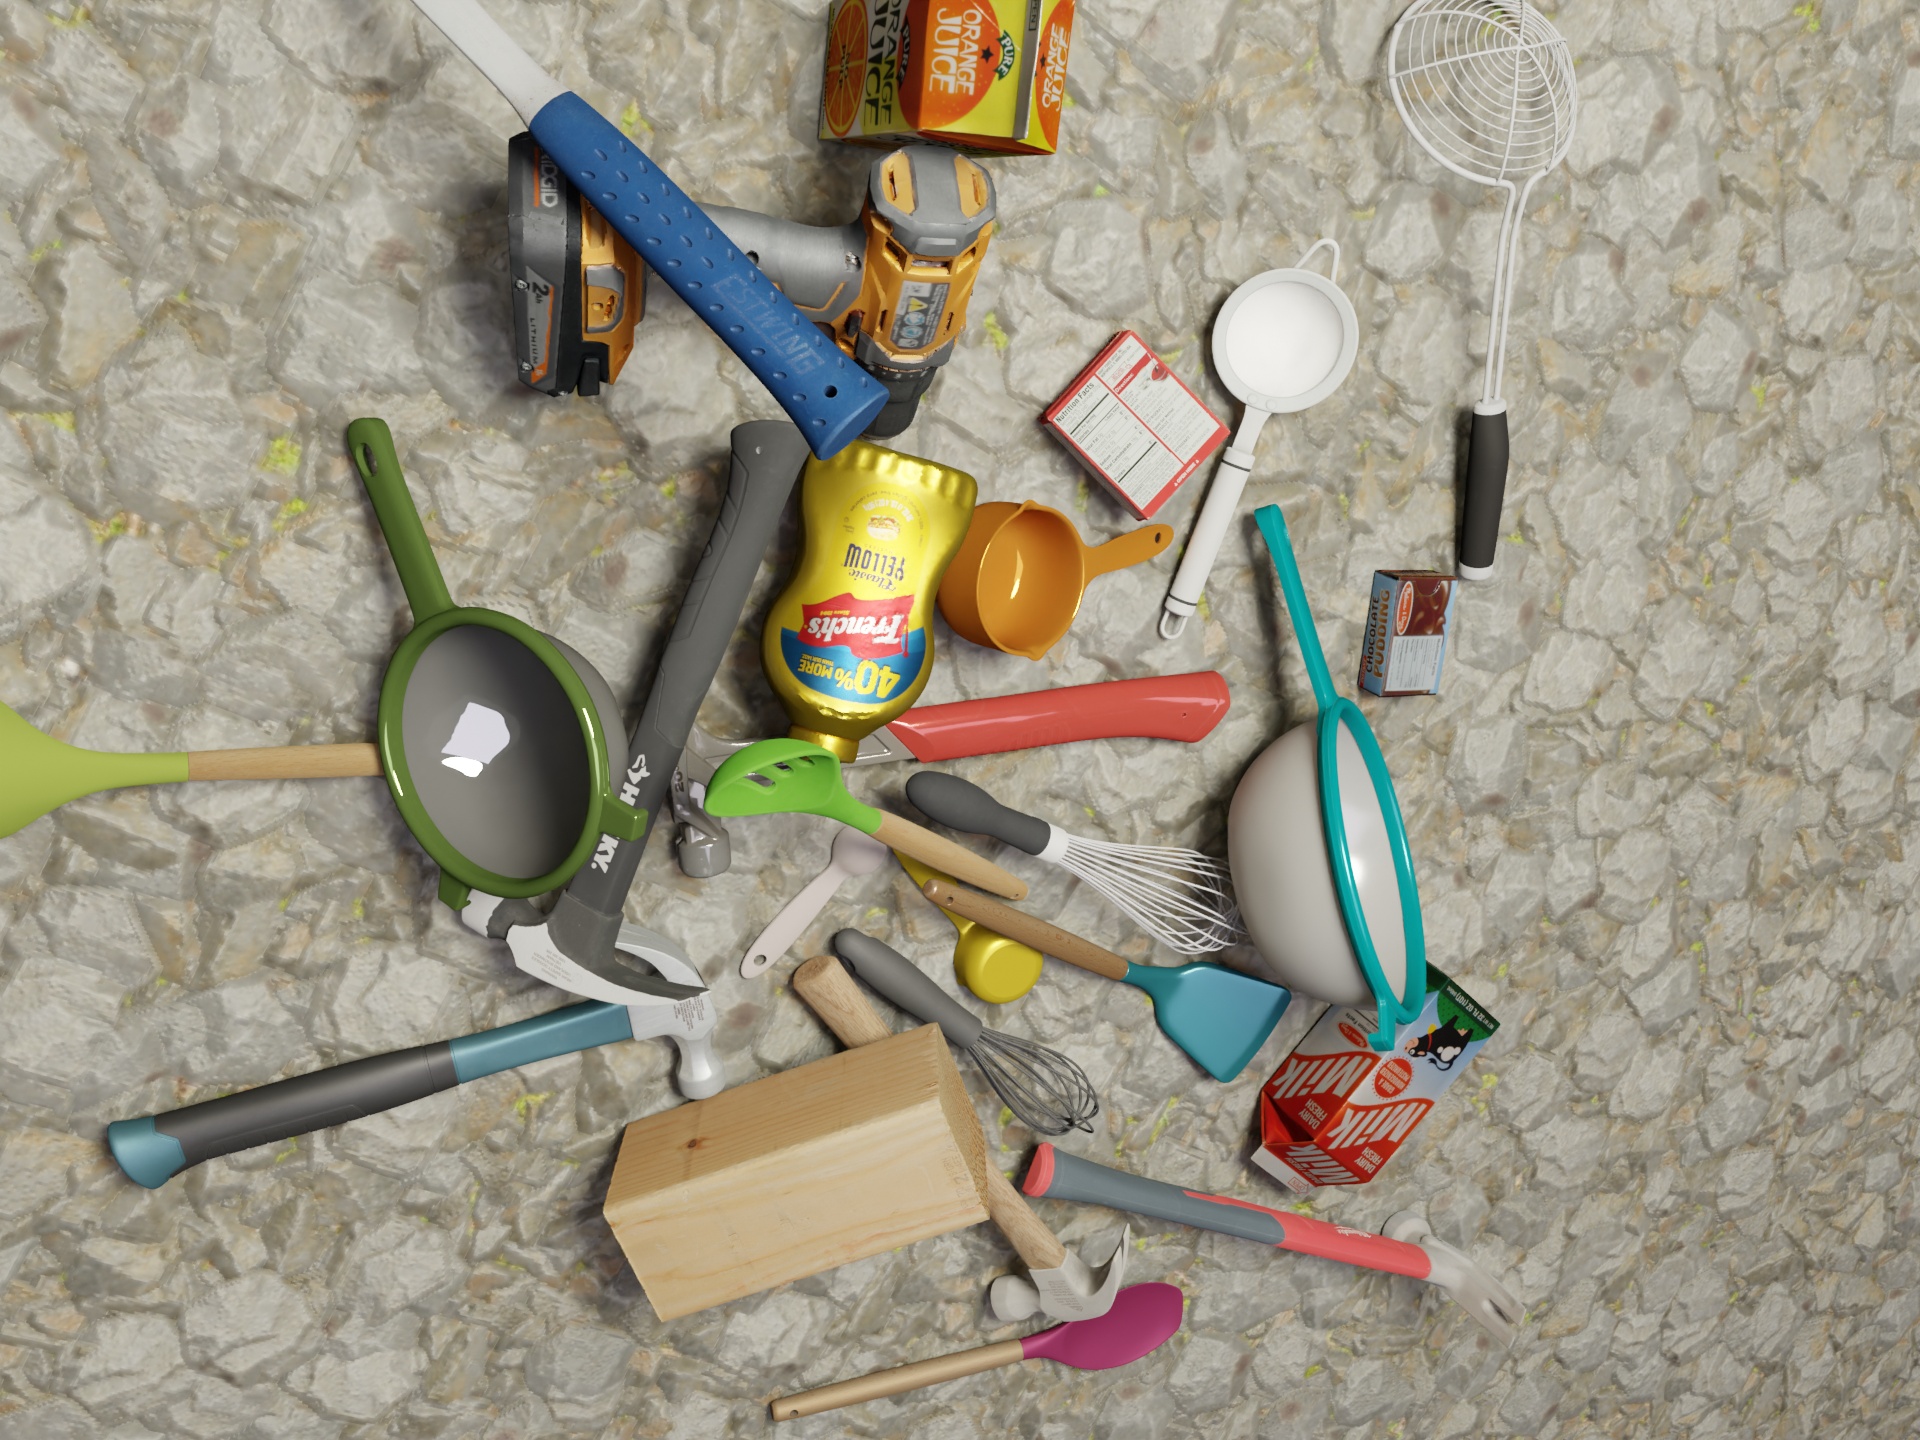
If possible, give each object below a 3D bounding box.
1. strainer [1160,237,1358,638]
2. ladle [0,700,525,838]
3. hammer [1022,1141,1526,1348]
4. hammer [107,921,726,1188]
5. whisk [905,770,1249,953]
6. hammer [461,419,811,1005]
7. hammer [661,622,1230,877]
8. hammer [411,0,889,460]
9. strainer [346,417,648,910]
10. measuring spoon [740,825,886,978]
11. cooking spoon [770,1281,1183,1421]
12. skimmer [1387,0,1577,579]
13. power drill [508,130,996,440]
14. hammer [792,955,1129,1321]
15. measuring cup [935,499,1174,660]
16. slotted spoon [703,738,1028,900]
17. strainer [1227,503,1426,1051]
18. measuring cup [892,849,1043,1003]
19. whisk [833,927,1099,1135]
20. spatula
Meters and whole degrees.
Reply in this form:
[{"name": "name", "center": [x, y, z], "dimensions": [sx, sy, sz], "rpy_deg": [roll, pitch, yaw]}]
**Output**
[{"name": "strainer", "center": [0.172, -0.169, 0.979], "dimensions": [0.087, 0.050, 0.258], "rpy_deg": [19, 107, -4]}, {"name": "ladle", "center": [-0.373, 0.019, 0.825], "dimensions": [0.320, 0.062, 0.078], "rpy_deg": [-2, 106, -29]}, {"name": "hammer", "center": [0.222, 0.368, 1.138], "dimensions": [0.386, 0.143, 0.038], "rpy_deg": [19, 95, -22]}, {"name": "hammer", "center": [-0.304, 0.202, 0.914], "dimensions": [0.331, 0.033, 0.128], "rpy_deg": [-13, 113, -18]}, {"name": "whisk", "center": [0.078, 0.087, 1.000], "dimensions": [0.284, 0.070, 0.070], "rpy_deg": [25, 97, -32]}, {"name": "hammer", "center": [-0.151, -0.004, 0.853], "dimensions": [0.334, 0.146, 0.035], "rpy_deg": [-66, 162, 9]}, {"name": "hammer", "center": [-0.002, -0.003, 0.966], "dimensions": [0.359, 0.037, 0.149], "rpy_deg": [-8, 111, -19]}, {"name": "hammer", "center": [-0.181, -0.276, 0.690], "dimensions": [0.144, 0.035, 0.405], "rpy_deg": [-44, 88, -14]}, {"name": "strainer", "center": [-0.243, -0.037, 0.822], "dimensions": [0.069, 0.151, 0.256], "rpy_deg": [-21, 89, -59]}, {"name": "measuring spoon", "center": [-0.091, 0.115, 0.979], "dimensions": [0.124, 0.018, 0.034], "rpy_deg": [-48, 118, 0]}, {"name": "cooking spoon", "center": [0.019, 0.458, 1.143], "dimensions": [0.318, 0.017, 0.068], "rpy_deg": [-6, 109, -21]}, {"name": "skimmer", "center": [0.324, -0.267, 1.013], "dimensions": [0.127, 0.090, 0.363], "rpy_deg": [-18, 124, -19]}, {"name": "power drill", "center": [-0.107, -0.209, 0.802], "dimensions": [0.226, 0.185, 0.084], "rpy_deg": [-1, 64, -13]}, {"name": "hammer", "center": [-0.001, 0.279, 1.040], "dimensions": [0.130, 0.031, 0.331], "rpy_deg": [-20, 115, 35]}, {"name": "measuring cup", "center": [0.056, -0.097, 0.956], "dimensions": [0.173, 0.052, 0.095], "rpy_deg": [-22, 116, -39]}, {"name": "slotted spoon", "center": [-0.039, 0.065, 0.909], "dimensions": [0.070, 0.031, 0.313], "rpy_deg": [-31, 149, 19]}, {"name": "strainer", "center": [0.210, 0.036, 1.026], "dimensions": [0.095, 0.211, 0.340], "rpy_deg": [-15, 95, 24]}, {"name": "measuring cup", "center": [0.002, 0.123, 1.012], "dimensions": [0.062, 0.029, 0.156], "rpy_deg": [-39, 120, -6]}, {"name": "whisk", "center": [0.006, 0.205, 1.036], "dimensions": [0.238, 0.055, 0.055], "rpy_deg": [41, 90, -25]}, {"name": "spatula", "center": [0.095, 0.161, 1.041], "dimensions": [0.317, 0.044, 0.082], "rpy_deg": [27, 101, -39]}]
